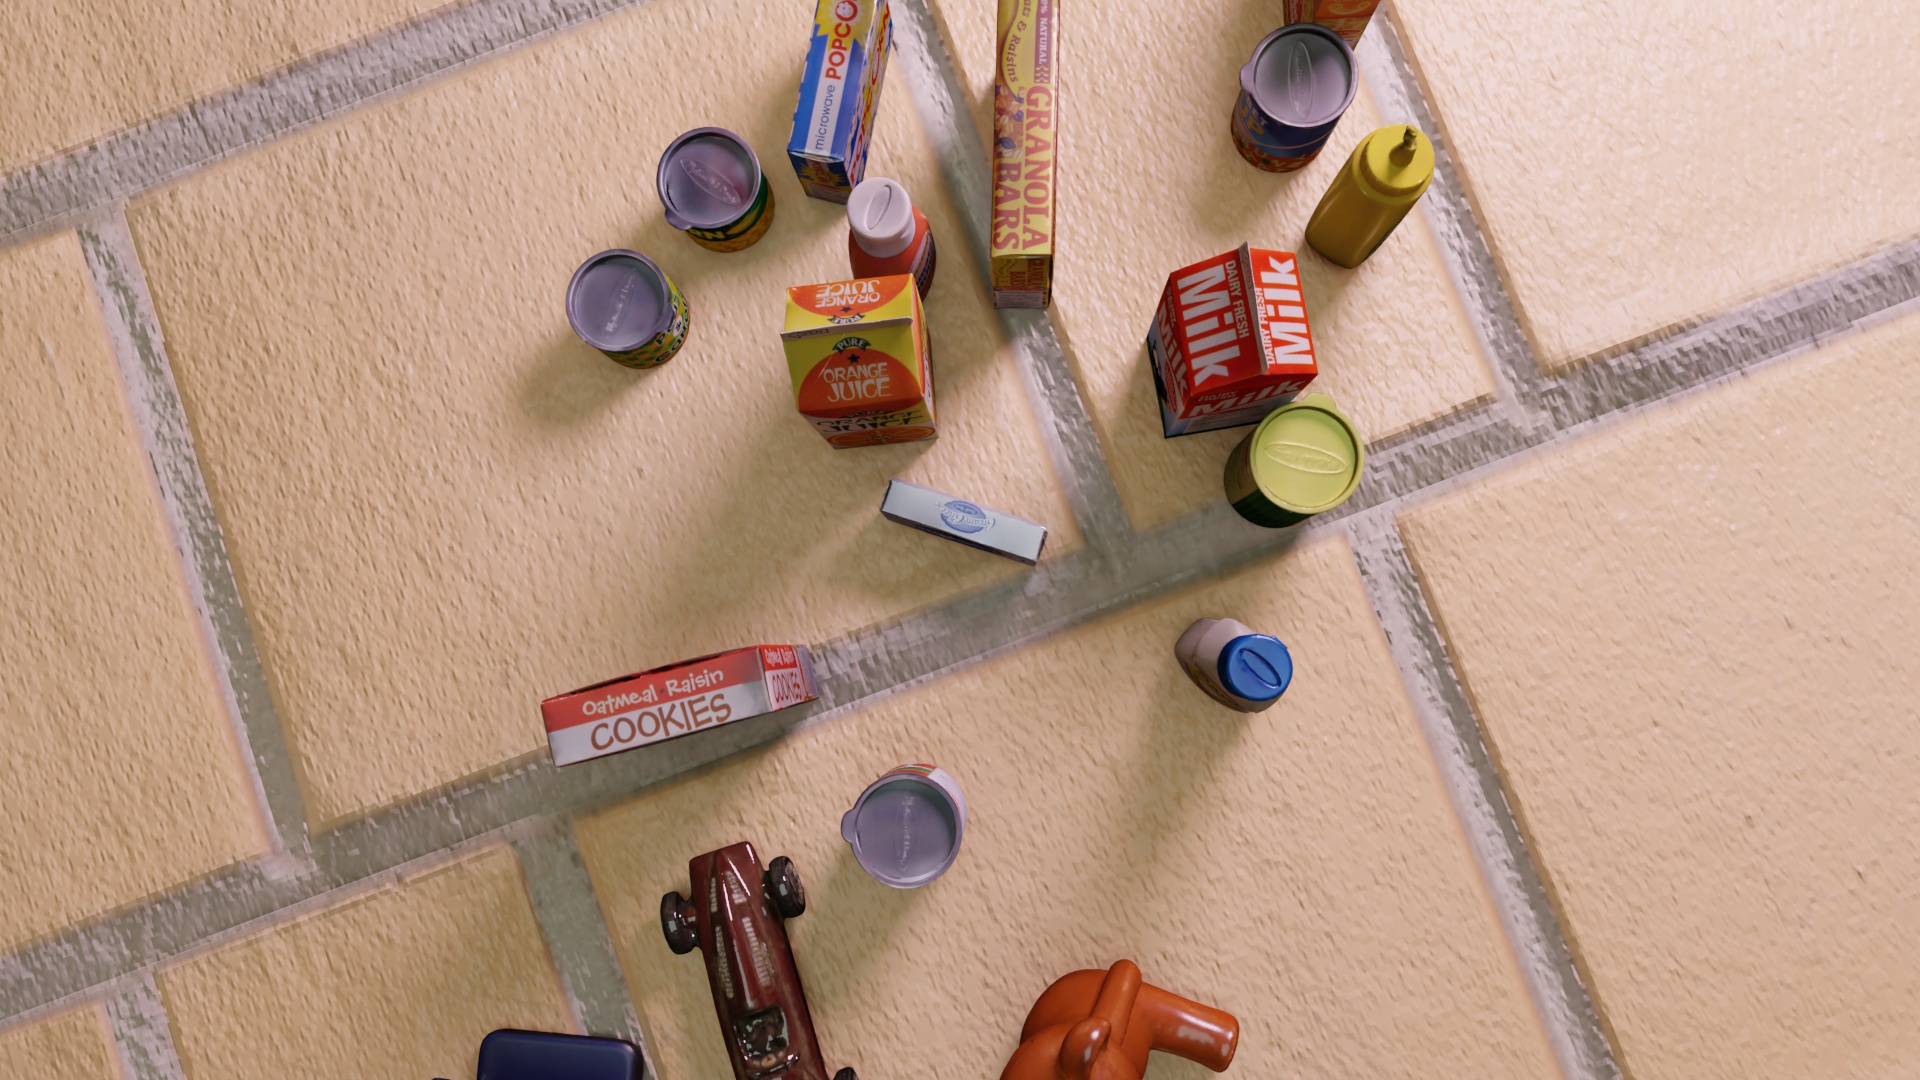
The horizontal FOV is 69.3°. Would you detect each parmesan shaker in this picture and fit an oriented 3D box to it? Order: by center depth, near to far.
[{"bbox_3d":[0.202,-0.046,0.846,0.071,0.103,0.071,0,85,3],"label":"parmesan shaker"}]

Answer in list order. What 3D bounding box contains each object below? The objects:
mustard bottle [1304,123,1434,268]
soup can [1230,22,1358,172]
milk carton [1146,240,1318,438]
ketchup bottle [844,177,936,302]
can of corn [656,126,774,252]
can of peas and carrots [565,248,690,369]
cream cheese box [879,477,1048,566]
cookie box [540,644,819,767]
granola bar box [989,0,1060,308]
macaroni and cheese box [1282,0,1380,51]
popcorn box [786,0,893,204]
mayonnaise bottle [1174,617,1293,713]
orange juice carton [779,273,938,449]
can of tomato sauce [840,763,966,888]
[{"bbox_3d":[0.249,-0.211,0.831,0.049,0.160,0.065,36,88,5],"label":"mustard bottle"},{"bbox_3d":[0.206,-0.277,0.877,0.071,0.083,0.071,0,85,3],"label":"soup can"},{"bbox_3d":[0.157,-0.114,0.811,0.073,0.190,0.072,-9,85,2],"label":"milk carton"},{"bbox_3d":[-0.044,-0.179,0.846,0.043,0.148,0.065,22,87,4],"label":"ketchup bottle"},{"bbox_3d":[-0.159,-0.224,0.900,0.071,0.058,0.071,0,85,2],"label":"can of corn"},{"bbox_3d":[-0.210,-0.147,0.895,0.071,0.058,0.071,0,85,2],"label":"can of peas and carrots"},{"bbox_3d":[0.003,-0.011,0.876,0.104,0.053,0.024,18,86,4],"label":"cream cheese box"},{"bbox_3d":[-0.158,0.093,0.817,0.123,0.167,0.040,-15,85,1],"label":"cookie box"},{"bbox_3d":[0.041,-0.238,0.860,0.039,0.124,0.165,1,85,3],"label":"granola bar box"},{"bbox_3d":[0.229,-0.377,0.844,0.040,0.166,0.123,-3,85,2],"label":"macaroni and cheese box"},{"bbox_3d":[-0.076,-0.290,0.889,0.038,0.085,0.126,11,86,3],"label":"popcorn box"},{"bbox_3d":[0.163,0.074,0.815,0.065,0.148,0.041,43,88,5],"label":"mayonnaise bottle"},{"bbox_3d":[-0.056,-0.105,0.818,0.072,0.192,0.073,-6,85,2],"label":"orange juice carton"},{"bbox_3d":[-0.032,0.172,0.846,0.071,0.083,0.071,0,85,3],"label":"can of tomato sauce"}]
